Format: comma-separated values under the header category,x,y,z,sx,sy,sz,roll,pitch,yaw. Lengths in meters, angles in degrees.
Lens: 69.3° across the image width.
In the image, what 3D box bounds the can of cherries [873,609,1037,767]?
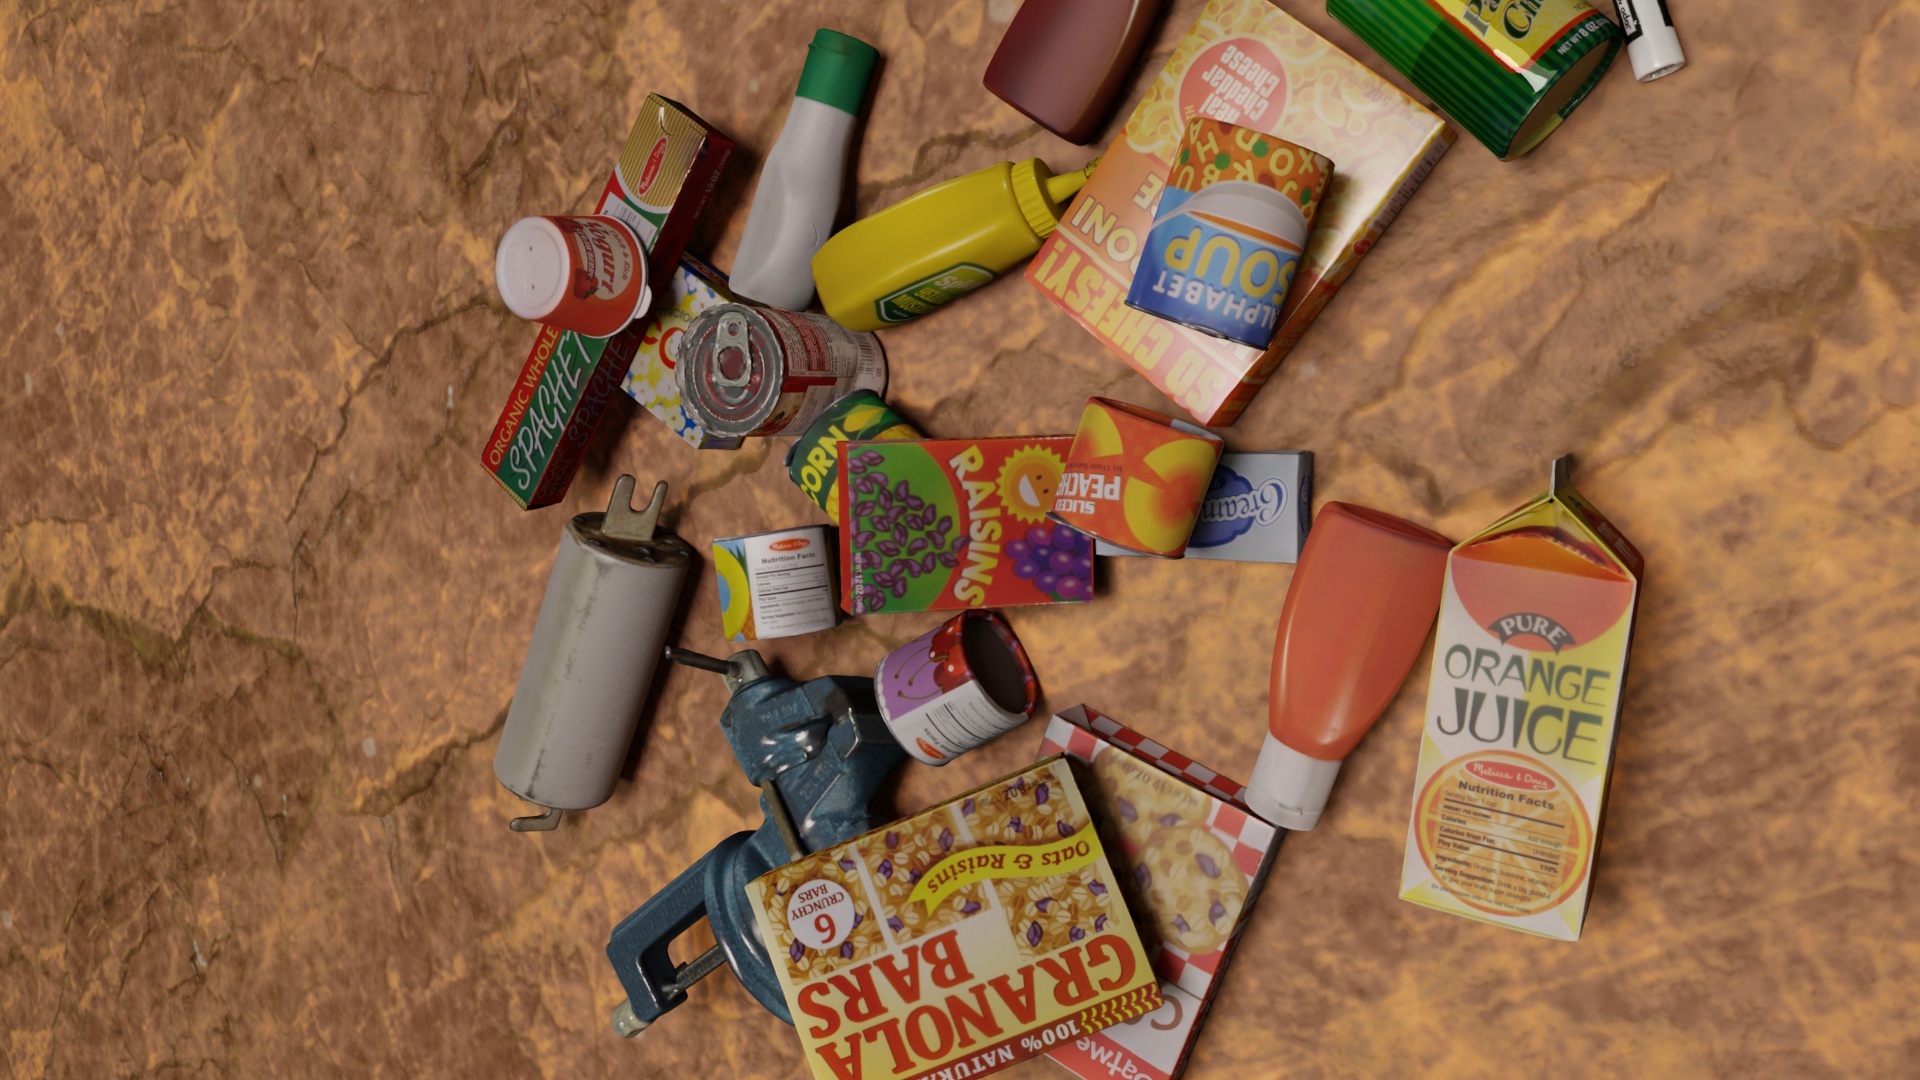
category,x,y,z,sx,sy,sz,roll,pitch,yaw
can of cherries,-0.002,0.074,0.724,0.058,0.071,0.071,-32,79,27

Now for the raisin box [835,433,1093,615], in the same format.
category,x,y,z,sx,sy,sz,roll,pitch,yaw
raisin box,0.002,-0.009,0.690,0.123,0.040,0.086,-3,94,-13

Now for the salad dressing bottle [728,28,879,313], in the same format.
category,x,y,z,sx,sy,sz,roll,pitch,yaw
salad dressing bottle,-0.084,-0.200,0.757,0.064,0.044,0.147,35,108,59

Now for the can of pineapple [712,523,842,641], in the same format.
category,x,y,z,sx,sy,sz,roll,pitch,yaw
can of pineapple,-0.102,0.023,0.775,0.071,0.071,0.058,-7,91,29

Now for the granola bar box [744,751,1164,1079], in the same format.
category,x,y,z,sx,sy,sz,roll,pitch,yaw
granola bar box,-0.003,0.190,0.664,0.165,0.039,0.124,-22,83,4

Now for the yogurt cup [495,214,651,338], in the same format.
category,x,y,z,sx,sy,sz,roll,pitch,yaw
yogurt cup,-0.212,-0.144,0.749,0.072,0.054,0.072,2,95,29

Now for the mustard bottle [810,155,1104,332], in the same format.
category,x,y,z,sx,sy,sz,roll,pitch,yaw
mustard bottle,0.003,-0.156,0.705,0.160,0.065,0.049,-21,80,25

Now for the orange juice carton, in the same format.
category,x,y,z,sx,sy,sz,roll,pitch,yaw
orange juice carton,0.240,0.059,0.585,0.073,0.072,0.192,9,99,28

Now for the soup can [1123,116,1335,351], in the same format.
category,x,y,z,sx,sy,sz,roll,pitch,yaw
soup can,0.115,-0.130,0.593,0.071,0.071,0.083,25,105,25

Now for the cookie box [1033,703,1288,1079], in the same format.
category,x,y,z,sx,sy,sz,roll,pitch,yaw
cookie box,0.078,0.185,0.702,0.123,0.040,0.167,25,104,25

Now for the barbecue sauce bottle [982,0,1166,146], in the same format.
category,x,y,z,sx,sy,sz,roll,pitch,yaw
barbecue sauce bottle,0.073,-0.270,0.668,0.065,0.044,0.148,39,110,20

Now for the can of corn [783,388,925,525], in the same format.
category,x,y,z,sx,sy,sz,roll,pitch,yaw
can of corn,-0.050,-0.036,0.738,0.058,0.071,0.071,43,112,18

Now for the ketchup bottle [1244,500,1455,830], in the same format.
category,x,y,z,sx,sy,sz,roll,pitch,yaw
ketchup bottle,0.171,0.060,0.637,0.065,0.043,0.148,19,104,6

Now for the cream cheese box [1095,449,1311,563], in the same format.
category,x,y,z,sx,sy,sz,roll,pitch,yaw
cream cheese box,0.117,-0.017,0.674,0.104,0.024,0.053,2,96,29

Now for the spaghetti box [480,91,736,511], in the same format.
category,x,y,z,sx,sy,sz,roll,pitch,yaw
spaghetti box,-0.206,-0.131,0.795,0.050,0.029,0.249,39,111,21

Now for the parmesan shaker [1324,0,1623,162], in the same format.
category,x,y,z,sx,sy,sz,roll,pitch,yaw
parmesan shaker,0.216,-0.218,0.582,0.103,0.071,0.071,48,114,17

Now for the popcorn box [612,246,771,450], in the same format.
category,x,y,z,sx,sy,sz,roll,pitch,yaw
popcorn box,-0.167,-0.122,0.814,0.127,0.038,0.085,38,109,21

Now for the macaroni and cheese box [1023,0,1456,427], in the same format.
category,x,y,z,sx,sy,sz,roll,pitch,yaw
macaroni and cheese box,0.126,-0.155,0.649,0.124,0.040,0.166,43,112,19

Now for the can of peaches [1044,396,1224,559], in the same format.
category,x,y,z,sx,sy,sz,roll,pitch,yaw
can of peaches,0.079,-0.030,0.638,0.071,0.071,0.058,24,103,25
